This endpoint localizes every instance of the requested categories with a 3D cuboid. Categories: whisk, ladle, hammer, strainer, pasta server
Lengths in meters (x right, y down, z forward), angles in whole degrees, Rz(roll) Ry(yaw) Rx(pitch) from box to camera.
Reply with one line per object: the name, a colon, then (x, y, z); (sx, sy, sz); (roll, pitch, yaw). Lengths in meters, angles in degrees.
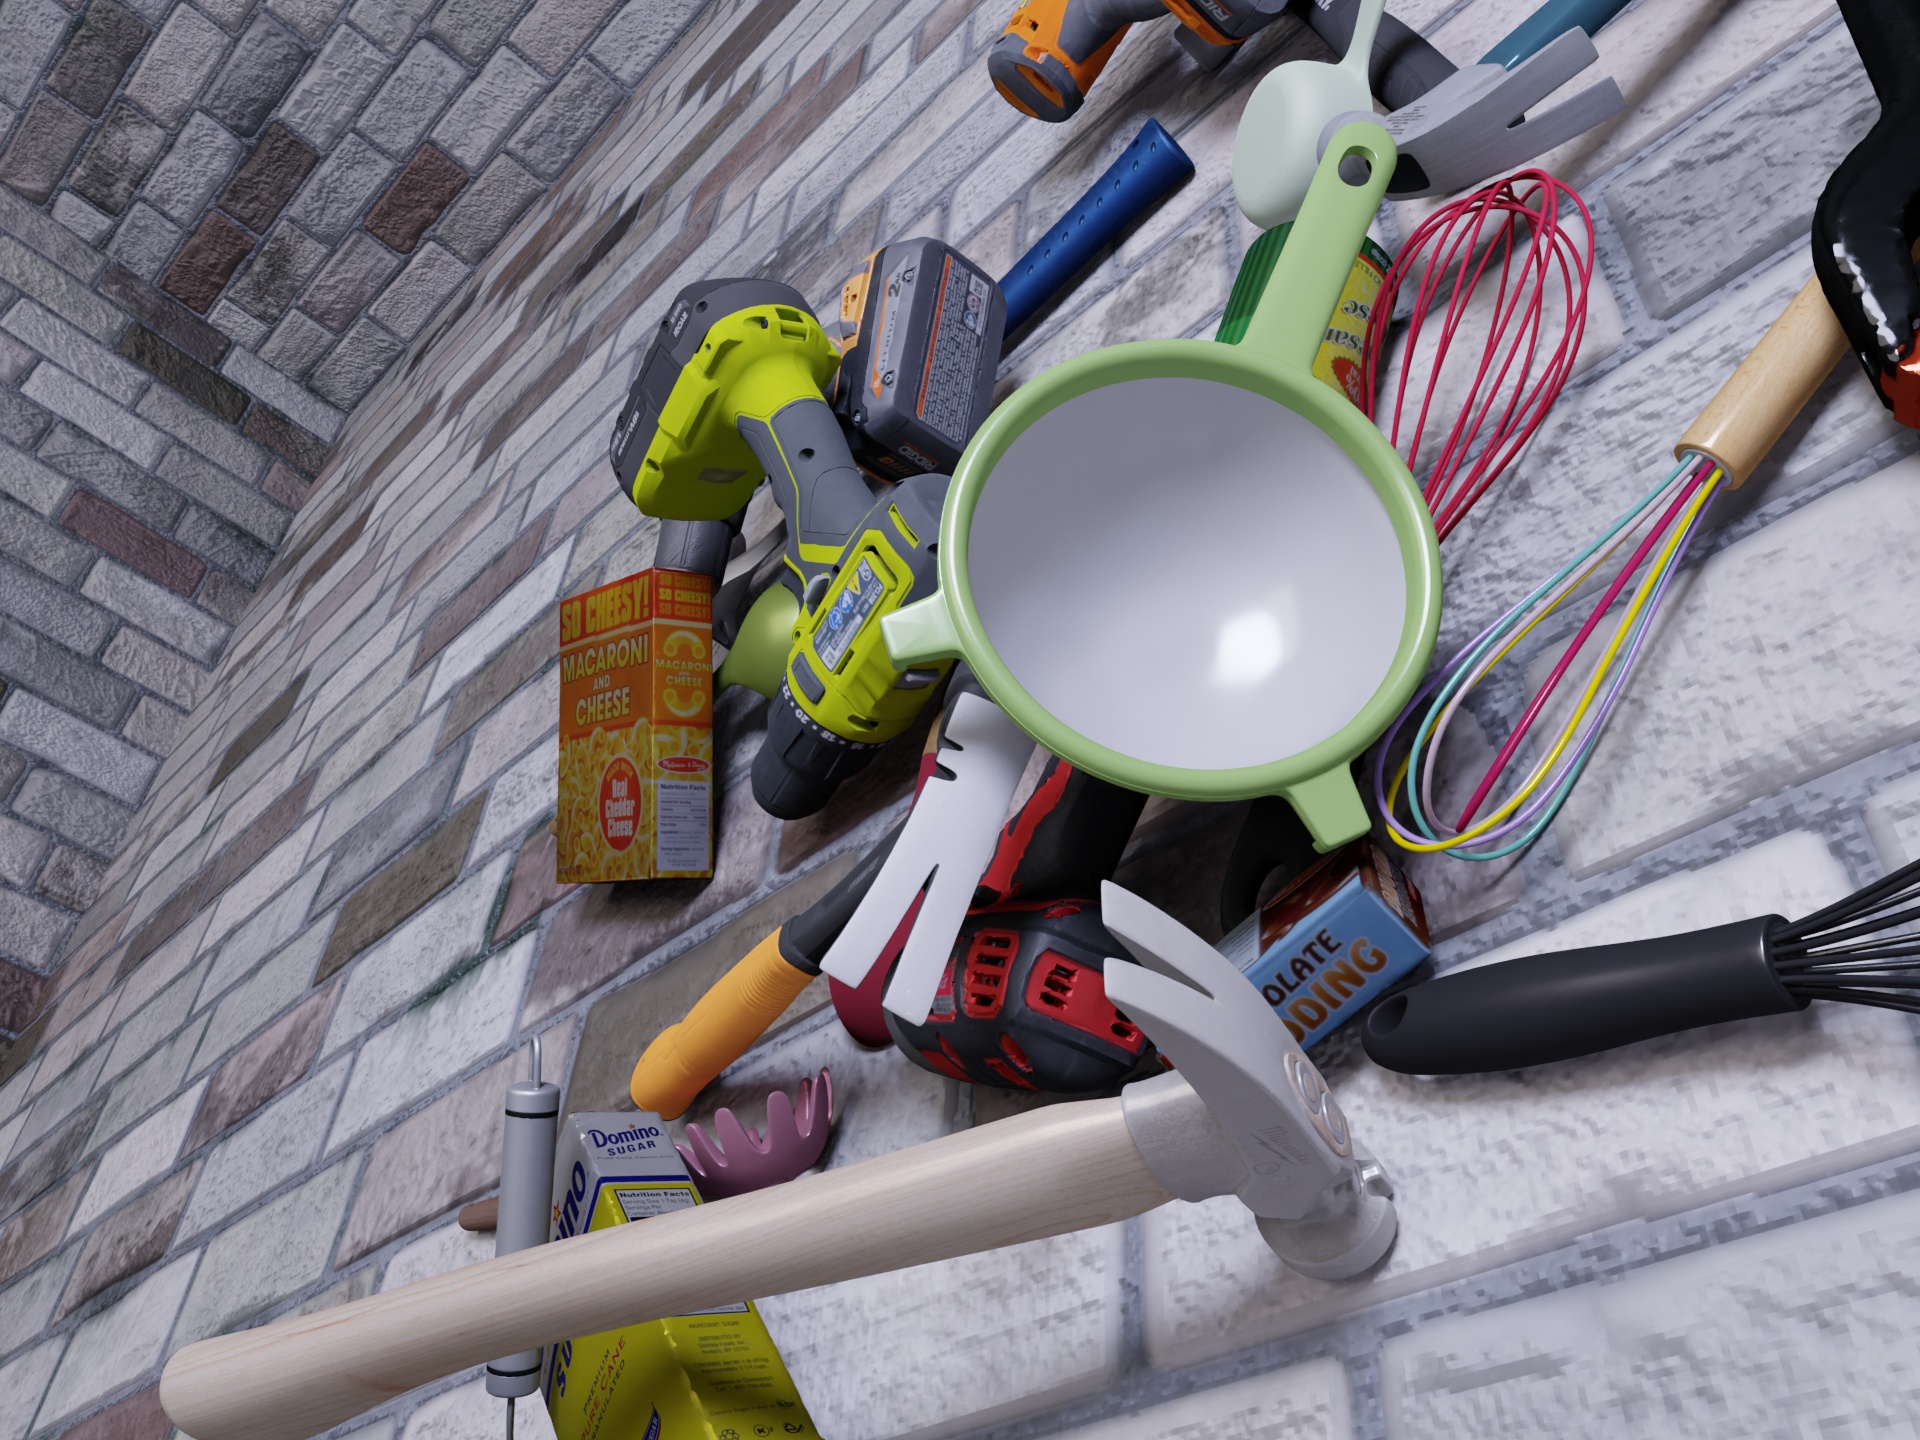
whisk: (0.190, 0.059, 0.367); (0.239, 0.055, 0.055); (-25, 40, 48)
ladle: (-0.001, -0.002, 0.725); (0.069, 0.031, 0.316); (-20, 42, 47)
ladle: (-0.158, 0.007, 0.938); (0.320, 0.062, 0.078); (-35, 41, 42)
hammer: (0.199, -0.340, 0.777); (0.146, 0.035, 0.335); (-42, 32, 23)
hammer: (0.283, -0.311, 0.578); (0.331, 0.033, 0.128); (-41, 23, 6)
strainer: (-0.162, 0.241, 0.567); (0.087, 0.050, 0.258); (172, 101, -73)
pasta server: (-0.158, 0.206, 0.721); (0.316, 0.060, 0.040); (-25, 81, 45)
hammer: (-0.070, 0.100, 0.603); (0.336, 0.034, 0.127); (-47, 16, 52)
whisk: (0.207, -0.056, 0.462); (0.245, 0.051, 0.047); (-51, -5, -3)
strainer: (0.087, -0.083, 0.516); (0.069, 0.151, 0.256); (100, -166, -68)
hammer: (-0.093, 0.156, 0.467); (0.410, 0.146, 0.038); (-22, 40, 22)
whisk: (0.147, -0.058, 0.538); (0.073, 0.073, 0.296); (5, 70, 57)
hammer: (-0.024, -0.190, 0.943); (0.405, 0.035, 0.144); (-41, 31, 22)

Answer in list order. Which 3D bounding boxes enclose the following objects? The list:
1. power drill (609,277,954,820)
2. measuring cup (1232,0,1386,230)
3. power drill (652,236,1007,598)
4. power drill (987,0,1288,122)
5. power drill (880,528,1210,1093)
power drill: (-0.083, -0.083, 0.768); (0.190, 0.080, 0.229); (-54, 55, 33)
measuring cup: (0.160, -0.297, 0.698); (0.083, 0.038, 0.167); (-109, 26, -52)
power drill: (-0.090, -0.161, 0.893); (0.226, 0.084, 0.185); (-4, 69, 43)
power drill: (0.115, -0.432, 0.882); (0.164, 0.084, 0.227); (-59, 25, -8)
power drill: (0.035, 0.027, 0.584); (0.143, 0.078, 0.220); (-20, 47, 61)
